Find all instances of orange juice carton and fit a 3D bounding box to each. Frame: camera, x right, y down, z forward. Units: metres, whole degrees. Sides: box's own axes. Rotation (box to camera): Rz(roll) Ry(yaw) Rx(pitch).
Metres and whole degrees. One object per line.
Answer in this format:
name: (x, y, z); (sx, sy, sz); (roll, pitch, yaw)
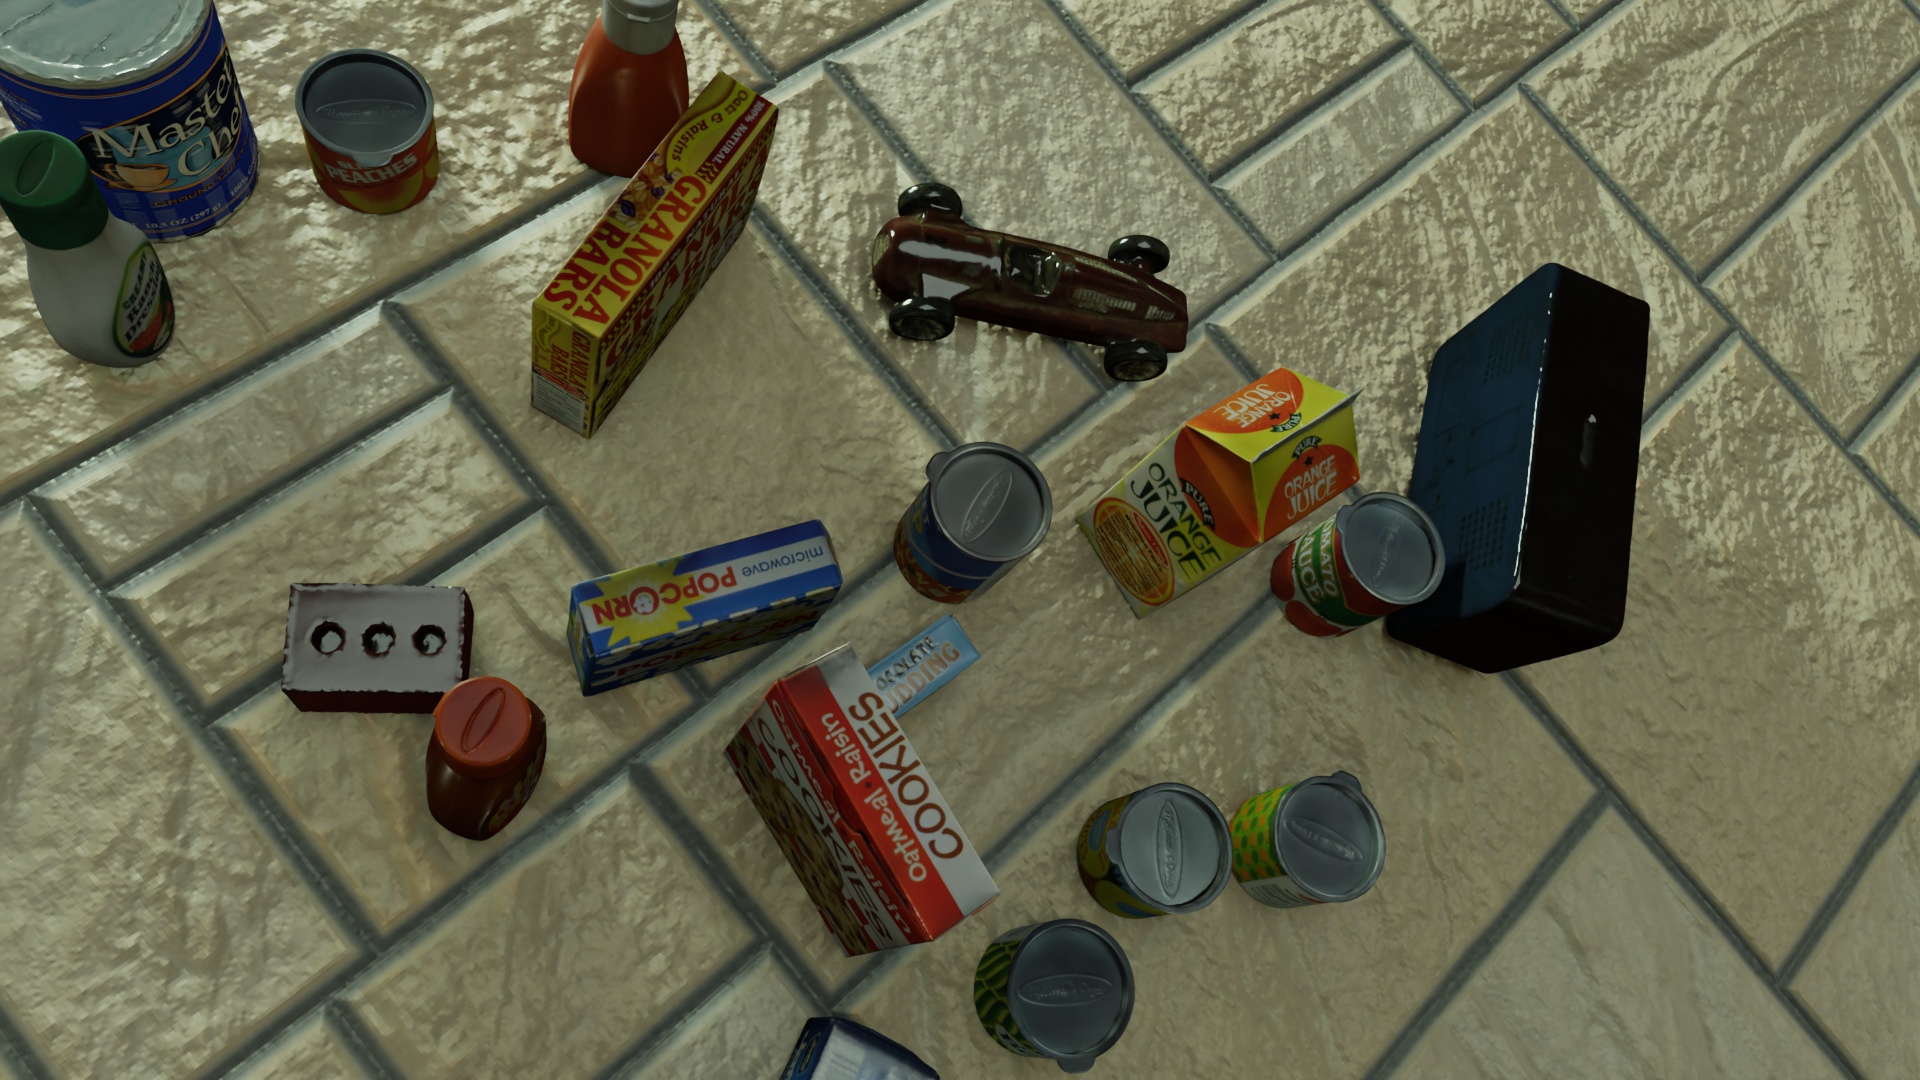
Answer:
orange juice carton: (0.140, -0.028, 0.739); (0.072, 0.192, 0.073); (-29, 83, -24)

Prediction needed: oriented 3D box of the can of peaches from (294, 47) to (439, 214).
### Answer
can of peaches: (-0.312, -0.213, 0.736); (0.071, 0.058, 0.071); (6, 70, -16)

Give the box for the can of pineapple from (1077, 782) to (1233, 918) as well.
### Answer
can of pineapple: (0.100, 0.164, 0.733); (0.071, 0.057, 0.071); (6, 70, -16)

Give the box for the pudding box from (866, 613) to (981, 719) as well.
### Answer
pudding box: (-0.034, 0.076, 0.726); (0.084, 0.049, 0.030); (-34, 84, -24)

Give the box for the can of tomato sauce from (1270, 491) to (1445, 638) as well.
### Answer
can of tomato sauce: (0.228, 0.016, 0.812); (0.071, 0.082, 0.071); (6, 70, -16)

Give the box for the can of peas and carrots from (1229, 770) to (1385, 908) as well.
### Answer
can of peas and carrots: (0.188, 0.164, 0.760); (0.071, 0.058, 0.071); (6, 70, -16)

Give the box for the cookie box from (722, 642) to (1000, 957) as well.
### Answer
cookie box: (-0.053, 0.126, 0.638); (0.040, 0.166, 0.123); (-29, 82, -24)

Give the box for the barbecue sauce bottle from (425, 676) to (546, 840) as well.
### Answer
barbecue sauce bottle: (-0.208, 0.093, 0.611); (0.043, 0.148, 0.065); (28, 66, -7)

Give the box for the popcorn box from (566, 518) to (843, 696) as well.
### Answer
popcorn box: (-0.129, 0.034, 0.691); (0.127, 0.085, 0.038); (-16, 77, -22)

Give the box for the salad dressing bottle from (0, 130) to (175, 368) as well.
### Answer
salad dressing bottle: (-0.397, -0.129, 0.630); (0.044, 0.147, 0.064); (14, 68, -12)

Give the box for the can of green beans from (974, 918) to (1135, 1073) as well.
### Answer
can of green beans: (0.046, 0.225, 0.694); (0.071, 0.057, 0.071); (6, 70, -16)

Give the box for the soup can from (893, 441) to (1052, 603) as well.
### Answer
soup can: (0.003, -0.009, 0.749); (0.071, 0.083, 0.071); (6, 70, -16)

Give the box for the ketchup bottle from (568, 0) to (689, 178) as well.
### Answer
ketchup bottle: (-0.175, -0.251, 0.742); (0.065, 0.148, 0.043); (6, 70, -15)

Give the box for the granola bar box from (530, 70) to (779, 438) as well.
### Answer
granola bar box: (-0.160, -0.146, 0.723); (0.039, 0.123, 0.166); (32, 65, -5)
